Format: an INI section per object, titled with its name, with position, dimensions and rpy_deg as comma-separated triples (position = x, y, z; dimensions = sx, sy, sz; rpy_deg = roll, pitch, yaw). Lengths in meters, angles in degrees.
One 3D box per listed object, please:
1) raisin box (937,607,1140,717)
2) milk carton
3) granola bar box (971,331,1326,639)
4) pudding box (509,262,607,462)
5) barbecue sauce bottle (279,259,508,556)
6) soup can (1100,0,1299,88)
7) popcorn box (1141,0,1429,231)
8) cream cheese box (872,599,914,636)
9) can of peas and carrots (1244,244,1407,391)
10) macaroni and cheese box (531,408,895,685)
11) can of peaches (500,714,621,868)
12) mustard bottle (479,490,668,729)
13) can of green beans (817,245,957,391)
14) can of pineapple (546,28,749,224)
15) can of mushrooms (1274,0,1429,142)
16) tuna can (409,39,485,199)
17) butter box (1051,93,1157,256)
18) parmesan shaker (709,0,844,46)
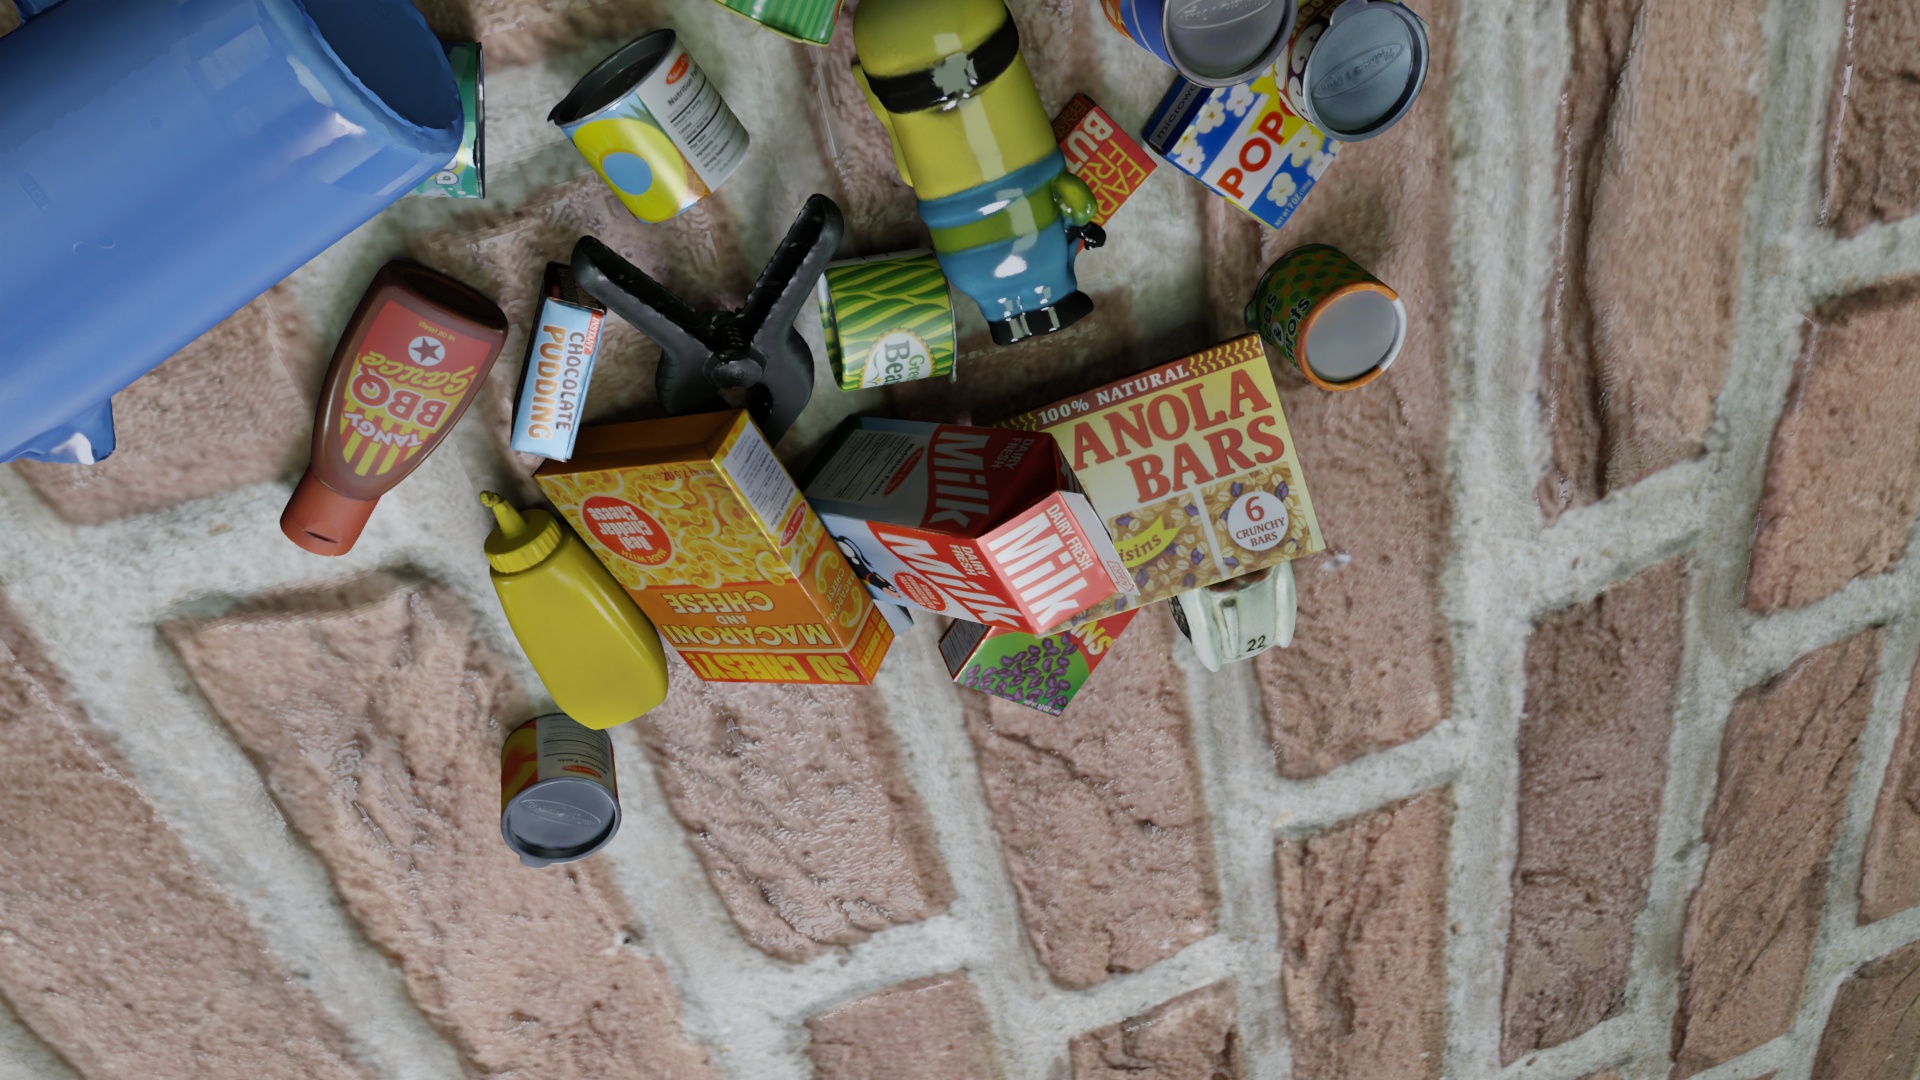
[raisin box]
position = 0.056, 0.042, 0.851
dimensions = 0.086, 0.040, 0.123
rpy_deg = 22, 114, -28
[milk carton]
position = 0.003, -0.009, 0.703
dimensions = 0.074, 0.190, 0.072
rpy_deg = -54, 129, -25
[granola bar box]
position = 0.101, -0.030, 0.767
dimensions = 0.165, 0.039, 0.124
rpy_deg = -18, 96, 8
[pudding box]
position = -0.196, -0.086, 0.676
dimensions = 0.030, 0.050, 0.083
rpy_deg = 11, 118, -23
[barbecue sauce bottle]
position = -0.279, -0.059, 0.670
dimensions = 0.065, 0.044, 0.148
rpy_deg = 25, 112, -32
[soup can]
position = 0.108, -0.257, 0.645
dimensions = 0.071, 0.084, 0.071
rpy_deg = -9, 124, -13
[popcorn box]
position = 0.164, -0.234, 0.707
dimensions = 0.085, 0.038, 0.126
rpy_deg = 24, 112, -29
[cream cheese box]
position = -0.077, 0.028, 0.806
dimensions = 0.053, 0.024, 0.103
rpy_deg = -35, 126, 5
[can of peas and carrots]
position = 0.205, -0.124, 0.780
dimensions = 0.071, 0.059, 0.070
rpy_deg = -9, 124, -13
[macaroni and cheese box]
position = -0.125, 0.009, 0.728
dimensions = 0.123, 0.040, 0.165
rpy_deg = -3, 135, 32
[can of peaches]
position = -0.235, 0.146, 0.809
dimensions = 0.071, 0.058, 0.071
rpy_deg = -9, 125, -13
[mustard bottle]
position = -0.213, 0.031, 0.747
dimensions = 0.065, 0.049, 0.159
rpy_deg = -22, 126, 0
[can of green beans]
position = -0.038, -0.112, 0.702
dimensions = 0.058, 0.071, 0.071
rpy_deg = -11, 125, -11
[can of pineapple]
position = -0.138, -0.184, 0.622
dimensions = 0.071, 0.071, 0.057
rpy_deg = -34, 126, 5
[can of mushrooms]
position = 0.188, -0.232, 0.670
dimensions = 0.071, 0.033, 0.070
rpy_deg = -9, 125, -13
[tuna can]
position = -0.221, -0.179, 0.594
dimensions = 0.033, 0.071, 0.070
rpy_deg = -1, 122, -17
[butter box]
position = 0.047, -0.173, 0.717
dimensions = 0.053, 0.024, 0.103
rpy_deg = 33, 107, -33
[parmesan shaker]
position = -0.066, -0.271, 0.586
dimensions = 0.071, 0.071, 0.102
rpy_deg = 15, 116, -26
